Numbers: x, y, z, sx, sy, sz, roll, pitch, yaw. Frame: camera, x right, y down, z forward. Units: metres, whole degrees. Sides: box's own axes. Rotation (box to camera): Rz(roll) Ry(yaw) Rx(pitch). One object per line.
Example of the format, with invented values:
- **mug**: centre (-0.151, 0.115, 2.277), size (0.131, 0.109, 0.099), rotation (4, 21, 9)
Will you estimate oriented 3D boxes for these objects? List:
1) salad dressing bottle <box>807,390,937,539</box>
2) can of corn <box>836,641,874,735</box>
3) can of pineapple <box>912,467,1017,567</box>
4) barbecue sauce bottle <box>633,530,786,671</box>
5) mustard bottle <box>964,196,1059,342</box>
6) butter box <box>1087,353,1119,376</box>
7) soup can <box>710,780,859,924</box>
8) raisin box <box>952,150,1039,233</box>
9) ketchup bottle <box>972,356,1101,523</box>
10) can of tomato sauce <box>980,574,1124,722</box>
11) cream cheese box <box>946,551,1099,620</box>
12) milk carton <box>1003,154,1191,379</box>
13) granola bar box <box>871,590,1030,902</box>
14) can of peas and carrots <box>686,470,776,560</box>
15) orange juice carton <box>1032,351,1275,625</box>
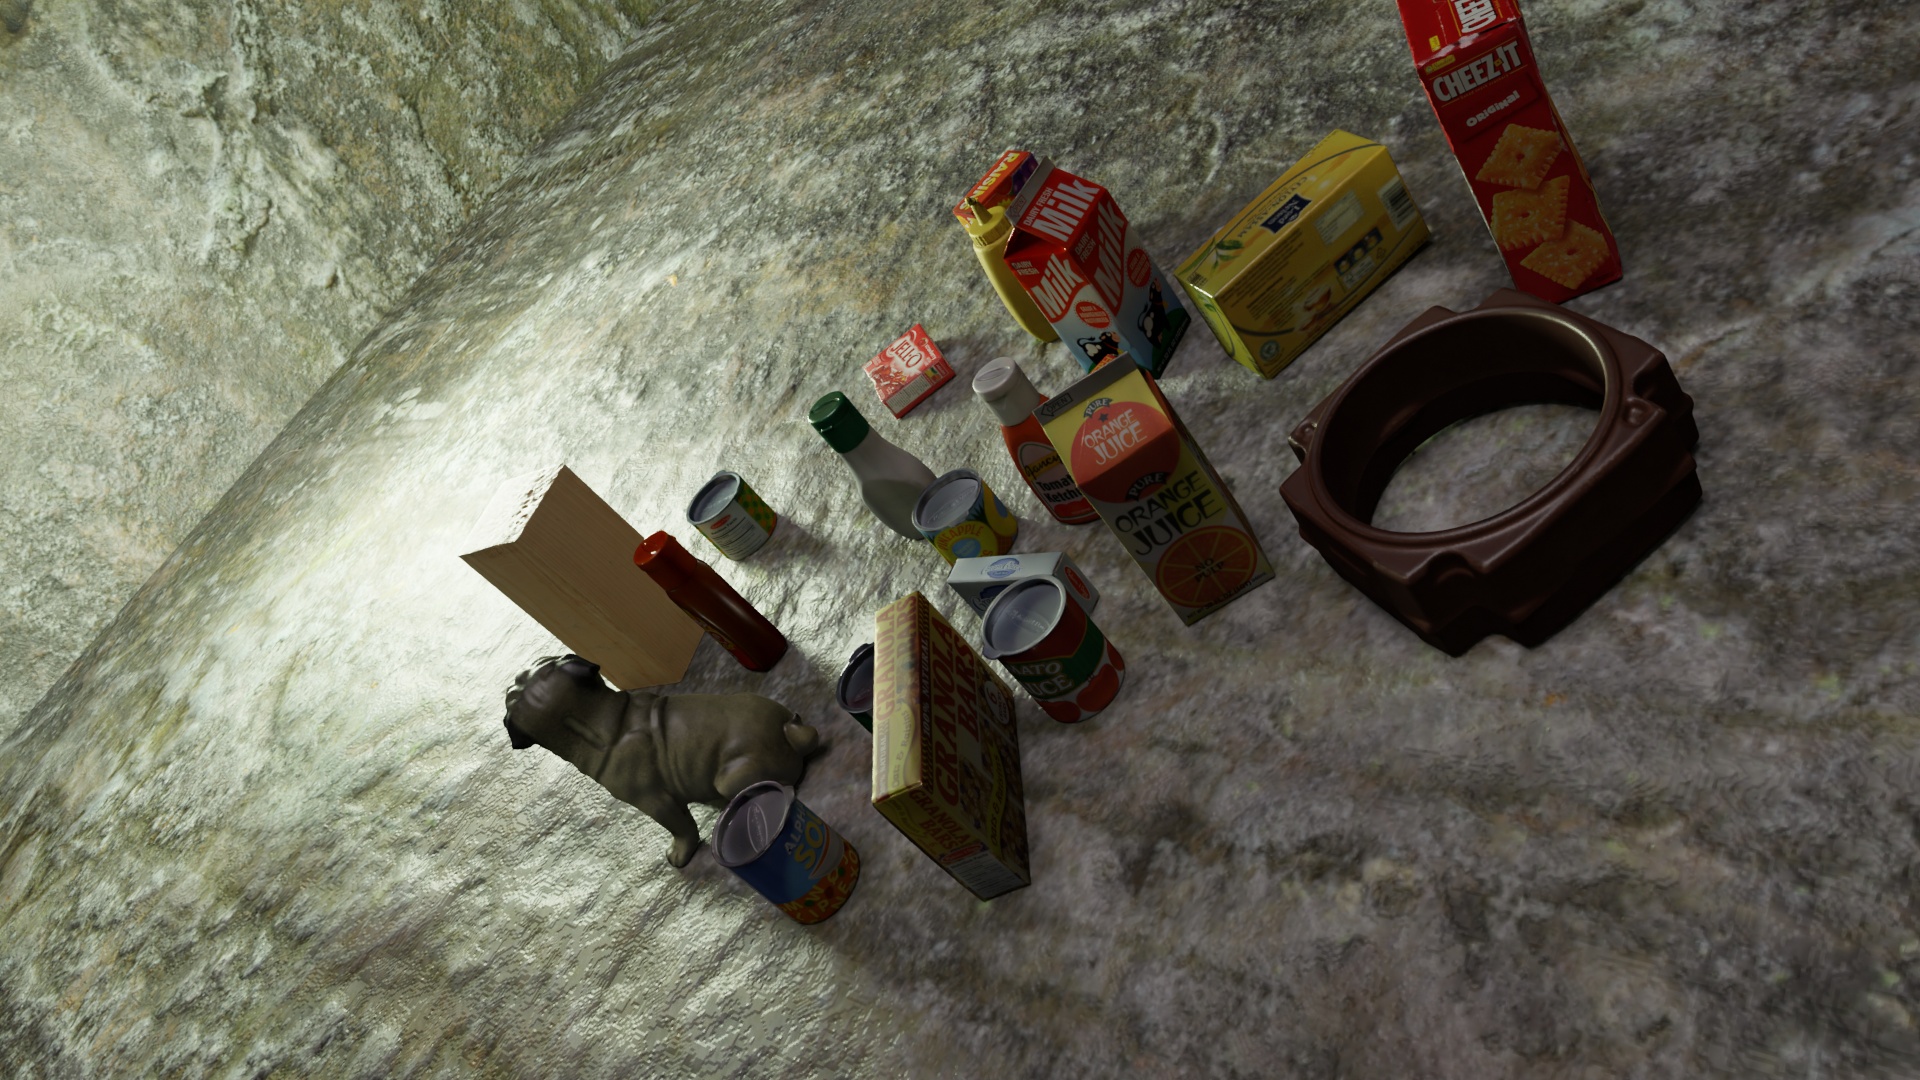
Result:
- **salad dressing bottle**: centre (-0.069, -0.062, 1.157), size (0.064, 0.147, 0.044), rotation (-19, 40, 29)
- **can of corn**: centre (-0.049, 0.113, 1.022), size (0.071, 0.058, 0.071), rotation (-26, 37, 21)
- **can of pineapple**: centre (0.004, -0.014, 1.113), size (0.071, 0.057, 0.071), rotation (-26, 37, 21)
- **barbecue sauce bottle**: centre (-0.212, 0.050, 1.168), size (0.044, 0.148, 0.065), rotation (-50, 35, -13)
- **mustard bottle**: centre (0.051, -0.250, 1.240), size (0.065, 0.160, 0.049), rotation (-35, 35, 9)
- **butter box**: centre (0.104, -0.095, 1.113), size (0.103, 0.053, 0.024), rotation (-46, 35, -8)
- **soup can**: centre (-0.117, 0.213, 0.954), size (0.071, 0.083, 0.072), rotation (-26, 37, 21)
- **raisin box**: centre (0.061, -0.293, 1.311), size (0.086, 0.123, 0.040), rotation (-49, 35, -11)
- **ketchup bottle**: centre (0.064, -0.075, 1.044), size (0.064, 0.148, 0.044), rotation (-16, 42, 32)
- **can of tomato sauce**: centre (0.062, 0.075, 0.937), size (0.071, 0.083, 0.071), rotation (-26, 37, 21)
- **cream cheese box**: centre (0.045, 0.035, 1.024), size (0.103, 0.053, 0.024), rotation (-5, 48, 41)
- **milk carton**: centre (0.103, -0.218, 1.128), size (0.073, 0.190, 0.072), rotation (4, 54, 46)
- **granola bar box**: centre (-0.008, 0.132, 0.904), size (0.039, 0.124, 0.166), rotation (-27, 37, 19)
- **can of peas and carrots**: centre (-0.220, -0.025, 1.339), size (0.071, 0.058, 0.071), rotation (-26, 37, 21)
- **orange juice carton**: centre (0.125, -0.039, 0.906), size (0.071, 0.192, 0.073), rotation (-32, 35, 13)
